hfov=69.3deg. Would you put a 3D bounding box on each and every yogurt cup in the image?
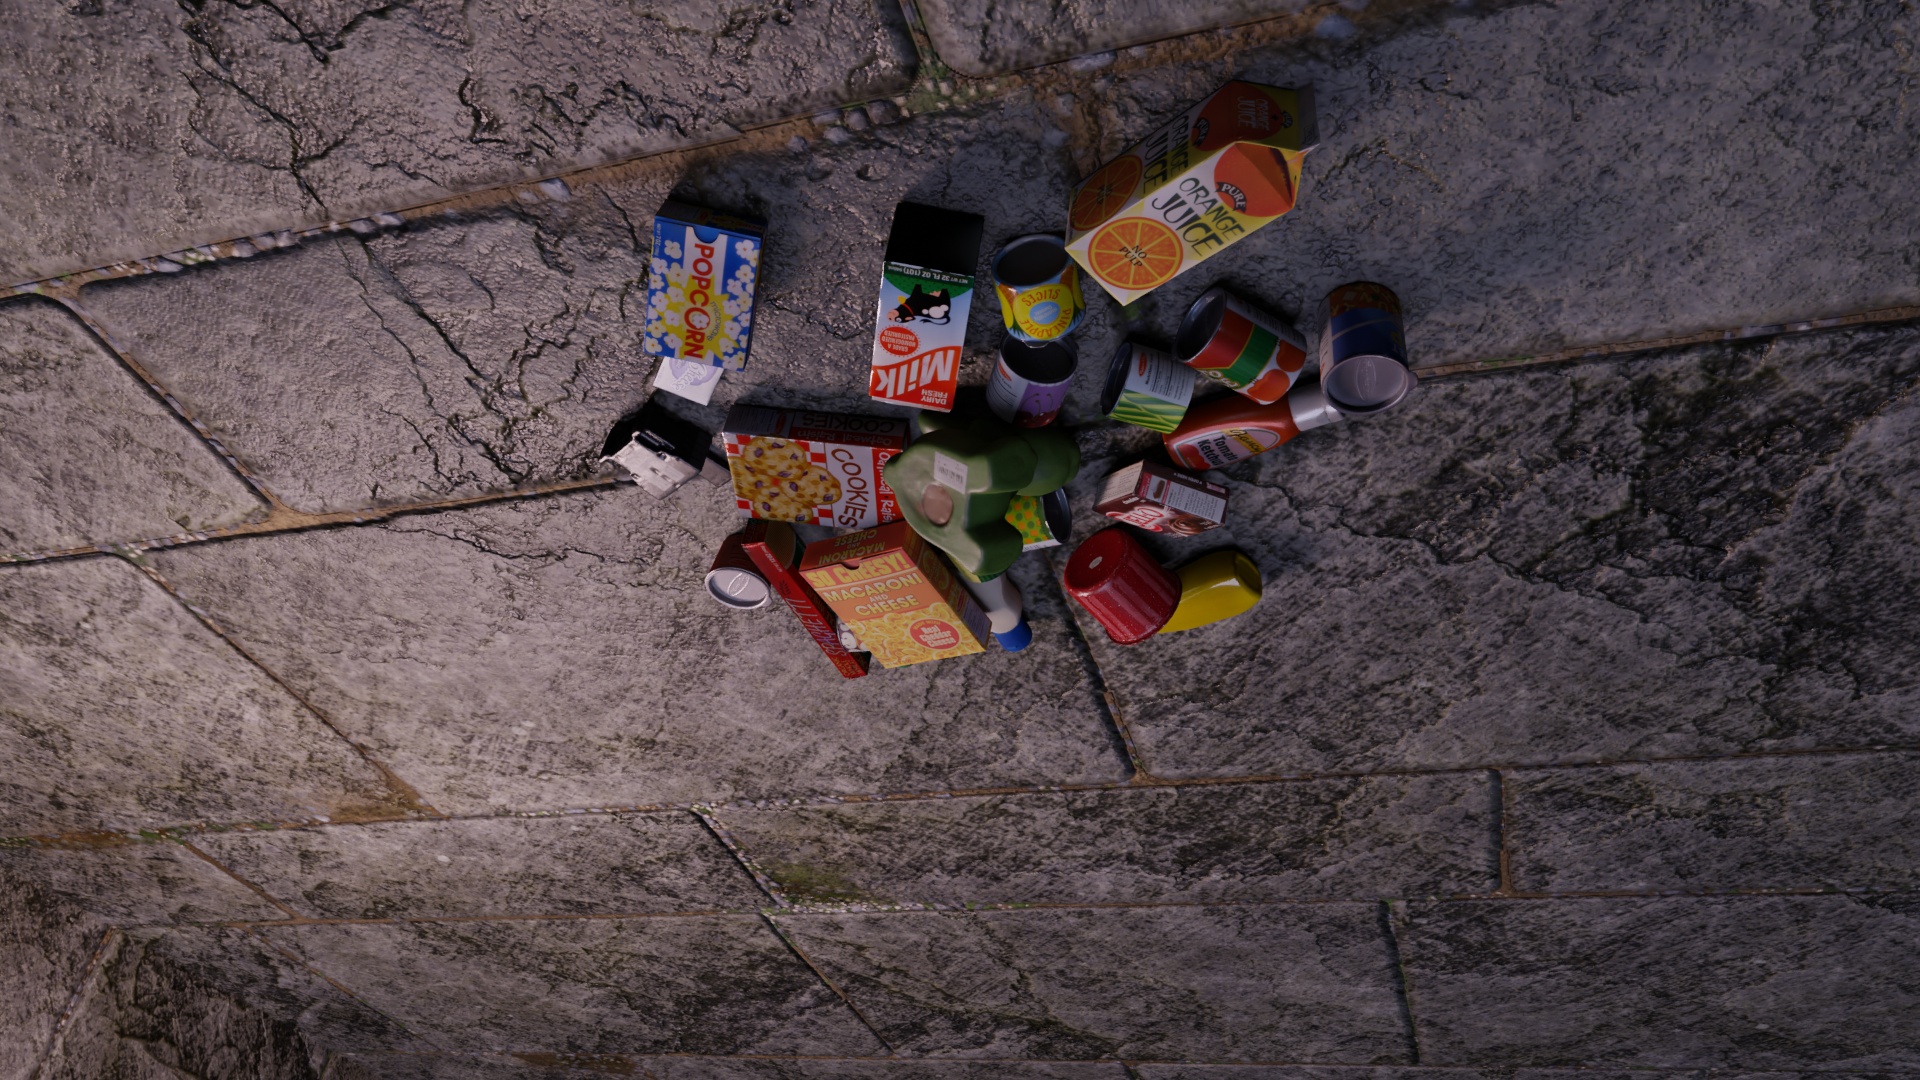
[{"bbox_3d":[-0.225,0.030,1.433,0.072,0.054,0.072,5,141,4],"label":"yogurt cup"}]

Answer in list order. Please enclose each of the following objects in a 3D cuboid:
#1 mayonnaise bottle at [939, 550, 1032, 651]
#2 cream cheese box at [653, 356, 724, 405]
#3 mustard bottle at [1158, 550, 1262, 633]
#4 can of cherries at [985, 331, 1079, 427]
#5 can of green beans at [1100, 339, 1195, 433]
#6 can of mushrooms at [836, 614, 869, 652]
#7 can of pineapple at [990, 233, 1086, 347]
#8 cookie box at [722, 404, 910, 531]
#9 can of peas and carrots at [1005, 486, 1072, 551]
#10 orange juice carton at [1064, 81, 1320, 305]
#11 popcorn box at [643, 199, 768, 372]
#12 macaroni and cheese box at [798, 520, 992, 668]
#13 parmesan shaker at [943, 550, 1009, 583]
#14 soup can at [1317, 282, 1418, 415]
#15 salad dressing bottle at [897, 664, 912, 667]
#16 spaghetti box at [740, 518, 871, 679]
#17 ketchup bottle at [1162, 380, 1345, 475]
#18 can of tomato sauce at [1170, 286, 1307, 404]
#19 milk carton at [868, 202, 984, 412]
[{"bbox_3d":[0.032,0.061,1.436,0.064,0.041,0.147,-9,140,23],"label":"mayonnaise bottle"},{"bbox_3d":[-0.229,-0.165,1.214,0.053,0.024,0.103,20,140,-16],"label":"cream cheese box"},{"bbox_3d":[0.221,0.060,1.391,0.160,0.049,0.065,-24,132,35],"label":"mustard bottle"},{"bbox_3d":[0.061,-0.137,1.162,0.071,0.072,0.058,13,141,-5],"label":"can of cherries"},{"bbox_3d":[0.156,-0.127,1.155,0.058,0.071,0.071,16,141,-10],"label":"can of green beans"},{"bbox_3d":[-0.106,0.082,1.468,0.033,0.071,0.070,-4,140,14],"label":"can of mushrooms"},{"bbox_3d":[0.061,-0.196,1.085,0.071,0.071,0.057,-4,140,15],"label":"can of pineapple"},{"bbox_3d":[-0.130,-0.066,1.307,0.167,0.040,0.122,6,142,5],"label":"cookie box"},{"bbox_3d":[0.064,-0.026,1.302,0.058,0.071,0.070,-12,137,25],"label":"can of peas and carrots"},{"bbox_3d":[0.170,-0.254,0.989,0.192,0.072,0.073,-26,131,36],"label":"orange juice carton"},{"bbox_3d":[-0.207,-0.205,1.126,0.085,0.038,0.126,12,127,-4],"label":"popcorn box"},{"bbox_3d":[-0.062,0.057,1.376,0.123,0.040,0.166,-13,134,29],"label":"macaroni and cheese box"},{"bbox_3d":[0.005,-0.017,1.326,0.071,0.072,0.102,-13,138,25],"label":"parmesan shaker"},{"bbox_3d":[0.316,-0.150,1.082,0.071,0.084,0.071,5,142,4],"label":"soup can"},{"bbox_3d":[-0.052,0.084,1.478,0.064,0.044,0.146,12,143,-4],"label":"salad dressing bottle"},{"bbox_3d":[-0.156,0.059,1.461,0.028,0.050,0.249,-8,139,22],"label":"spaghetti box"},{"bbox_3d":[0.252,-0.101,1.189,0.148,0.044,0.064,-17,142,28],"label":"ketchup bottle"},{"bbox_3d":[0.222,-0.153,1.109,0.083,0.071,0.071,24,139,-20],"label":"can of tomato sauce"},{"bbox_3d":[-0.031,-0.173,1.127,0.072,0.074,0.189,10,142,-2],"label":"milk carton"}]
